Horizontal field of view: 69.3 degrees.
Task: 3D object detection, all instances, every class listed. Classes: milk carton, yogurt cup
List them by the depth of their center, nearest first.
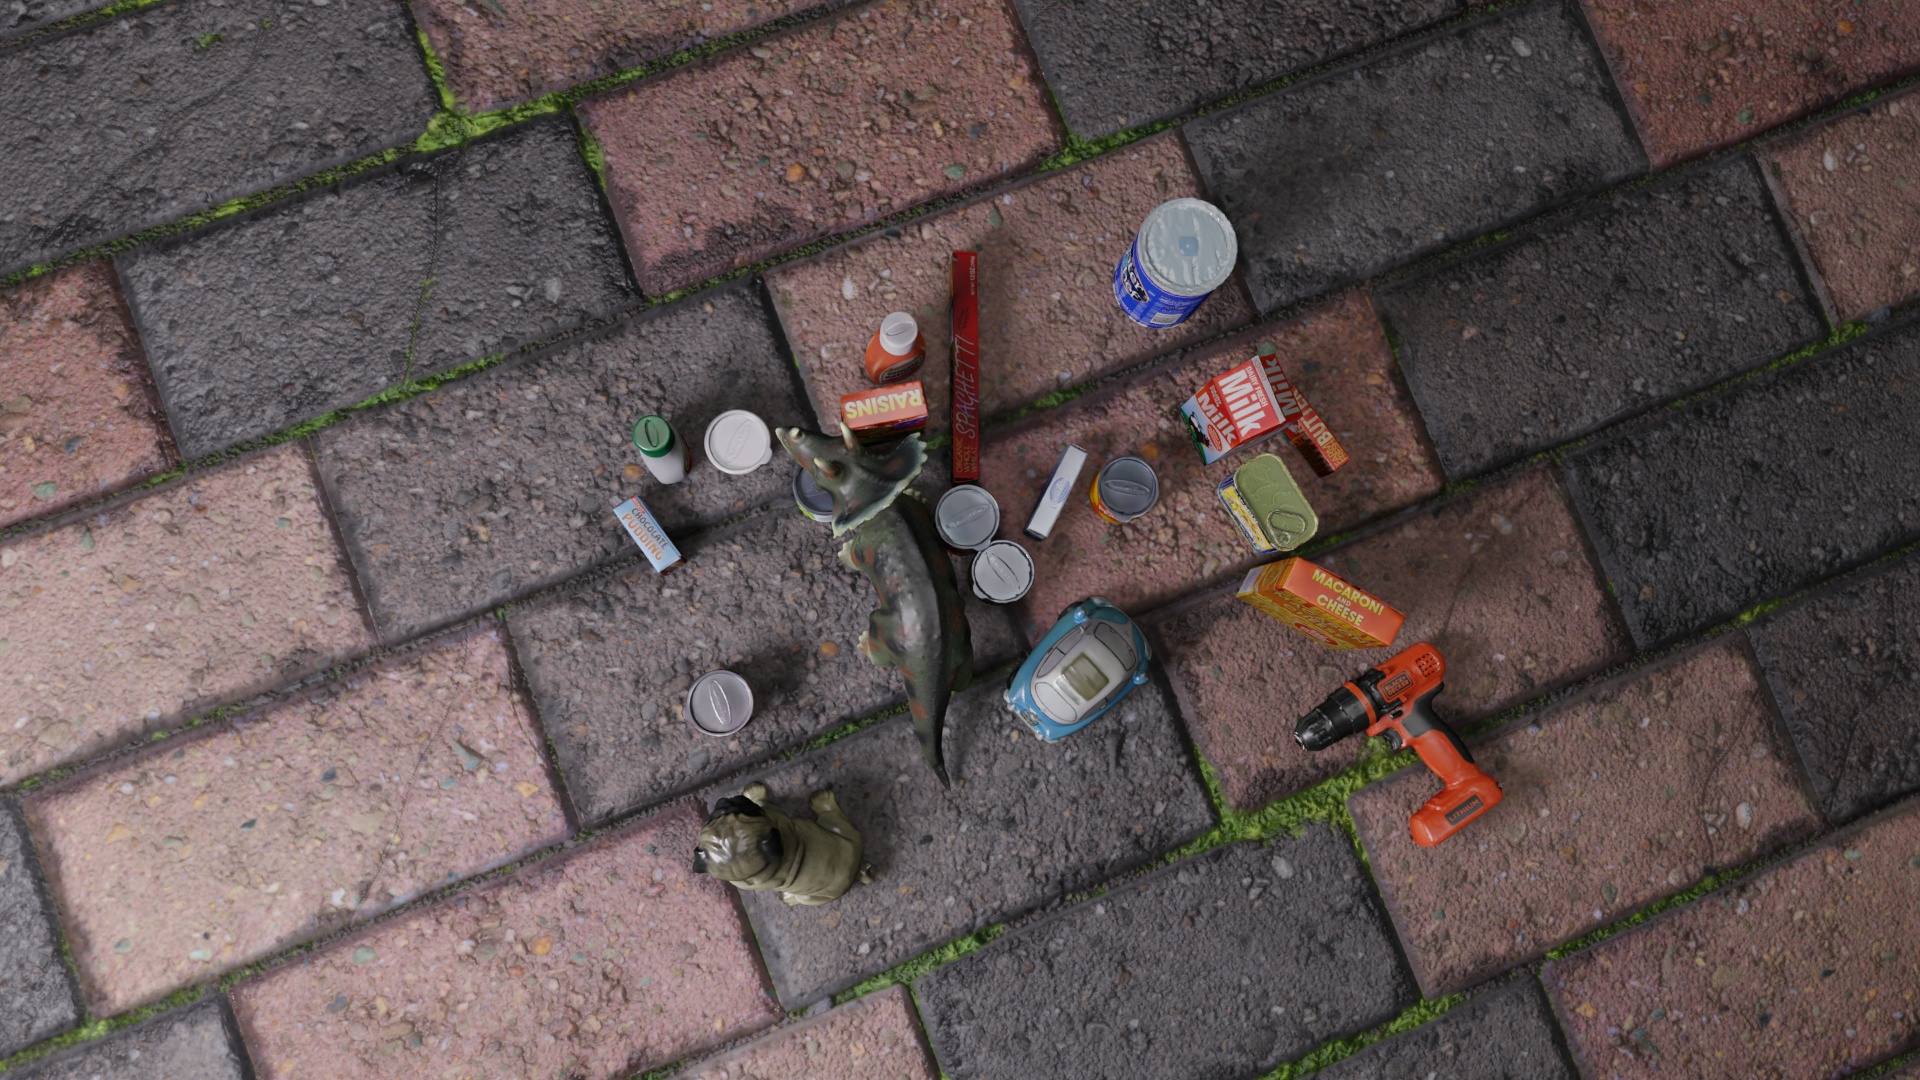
[{"bbox_3d":[0.292,-0.136,1.432,0.073,0.190,0.072,-22,86,-6],"label":"milk carton"},{"bbox_3d":[-0.231,-0.099,1.454,0.072,0.054,0.072,1,84,-5],"label":"yogurt cup"}]

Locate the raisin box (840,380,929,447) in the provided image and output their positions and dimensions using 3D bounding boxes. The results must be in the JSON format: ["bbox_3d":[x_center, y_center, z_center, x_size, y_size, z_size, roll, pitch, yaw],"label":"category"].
[{"bbox_3d":[-0.080,-0.128,1.434,0.086,0.123,0.040,-11,85,-6],"label":"raisin box"}]

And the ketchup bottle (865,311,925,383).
[{"bbox_3d":[-0.066,-0.200,1.431,0.065,0.148,0.043,-24,86,-7],"label":"ketchup bottle"}]

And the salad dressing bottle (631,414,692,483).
[{"bbox_3d":[-0.301,-0.095,1.400,0.044,0.147,0.064,-15,85,-6],"label":"salad dressing bottle"}]

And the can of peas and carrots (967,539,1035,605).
[{"bbox_3d":[0.040,0.036,1.458,0.071,0.058,0.071,1,84,-5],"label":"can of peas and carrots"}]

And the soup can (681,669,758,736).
[{"bbox_3d":[-0.243,0.165,1.407,0.071,0.083,0.071,1,84,-5],"label":"soup can"}]

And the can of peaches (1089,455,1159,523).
[{"bbox_3d":[0.173,-0.051,1.479,0.071,0.058,0.071,1,84,-5],"label":"can of peaches"}]

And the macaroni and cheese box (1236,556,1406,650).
[{"bbox_3d":[0.366,0.066,1.427,0.124,0.166,0.040,29,83,-1],"label":"macaroni and cheese box"}]

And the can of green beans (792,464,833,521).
[{"bbox_3d":[-0.141,-0.055,1.454,0.071,0.057,0.071,1,84,-5],"label":"can of green beans"}]

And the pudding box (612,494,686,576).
[{"bbox_3d":[-0.321,-0.005,1.438,0.030,0.049,0.083,-36,88,-7],"label":"pudding box"}]

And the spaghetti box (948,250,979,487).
[{"bbox_3d":[0.003,-0.182,1.484,0.029,0.050,0.250,0,83,-5],"label":"spaghetti box"}]

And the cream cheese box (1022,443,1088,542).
[{"bbox_3d":[0.100,-0.050,1.475,0.024,0.053,0.104,27,82,-1],"label":"cream cheese box"}]

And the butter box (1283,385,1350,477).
[{"bbox_3d":[0.376,-0.118,1.506,0.024,0.053,0.103,-36,88,-7],"label":"butter box"}]

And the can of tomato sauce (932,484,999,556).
[{"bbox_3d":[0.005,-0.018,1.449,0.071,0.083,0.071,1,84,-5],"label":"can of tomato sauce"}]
